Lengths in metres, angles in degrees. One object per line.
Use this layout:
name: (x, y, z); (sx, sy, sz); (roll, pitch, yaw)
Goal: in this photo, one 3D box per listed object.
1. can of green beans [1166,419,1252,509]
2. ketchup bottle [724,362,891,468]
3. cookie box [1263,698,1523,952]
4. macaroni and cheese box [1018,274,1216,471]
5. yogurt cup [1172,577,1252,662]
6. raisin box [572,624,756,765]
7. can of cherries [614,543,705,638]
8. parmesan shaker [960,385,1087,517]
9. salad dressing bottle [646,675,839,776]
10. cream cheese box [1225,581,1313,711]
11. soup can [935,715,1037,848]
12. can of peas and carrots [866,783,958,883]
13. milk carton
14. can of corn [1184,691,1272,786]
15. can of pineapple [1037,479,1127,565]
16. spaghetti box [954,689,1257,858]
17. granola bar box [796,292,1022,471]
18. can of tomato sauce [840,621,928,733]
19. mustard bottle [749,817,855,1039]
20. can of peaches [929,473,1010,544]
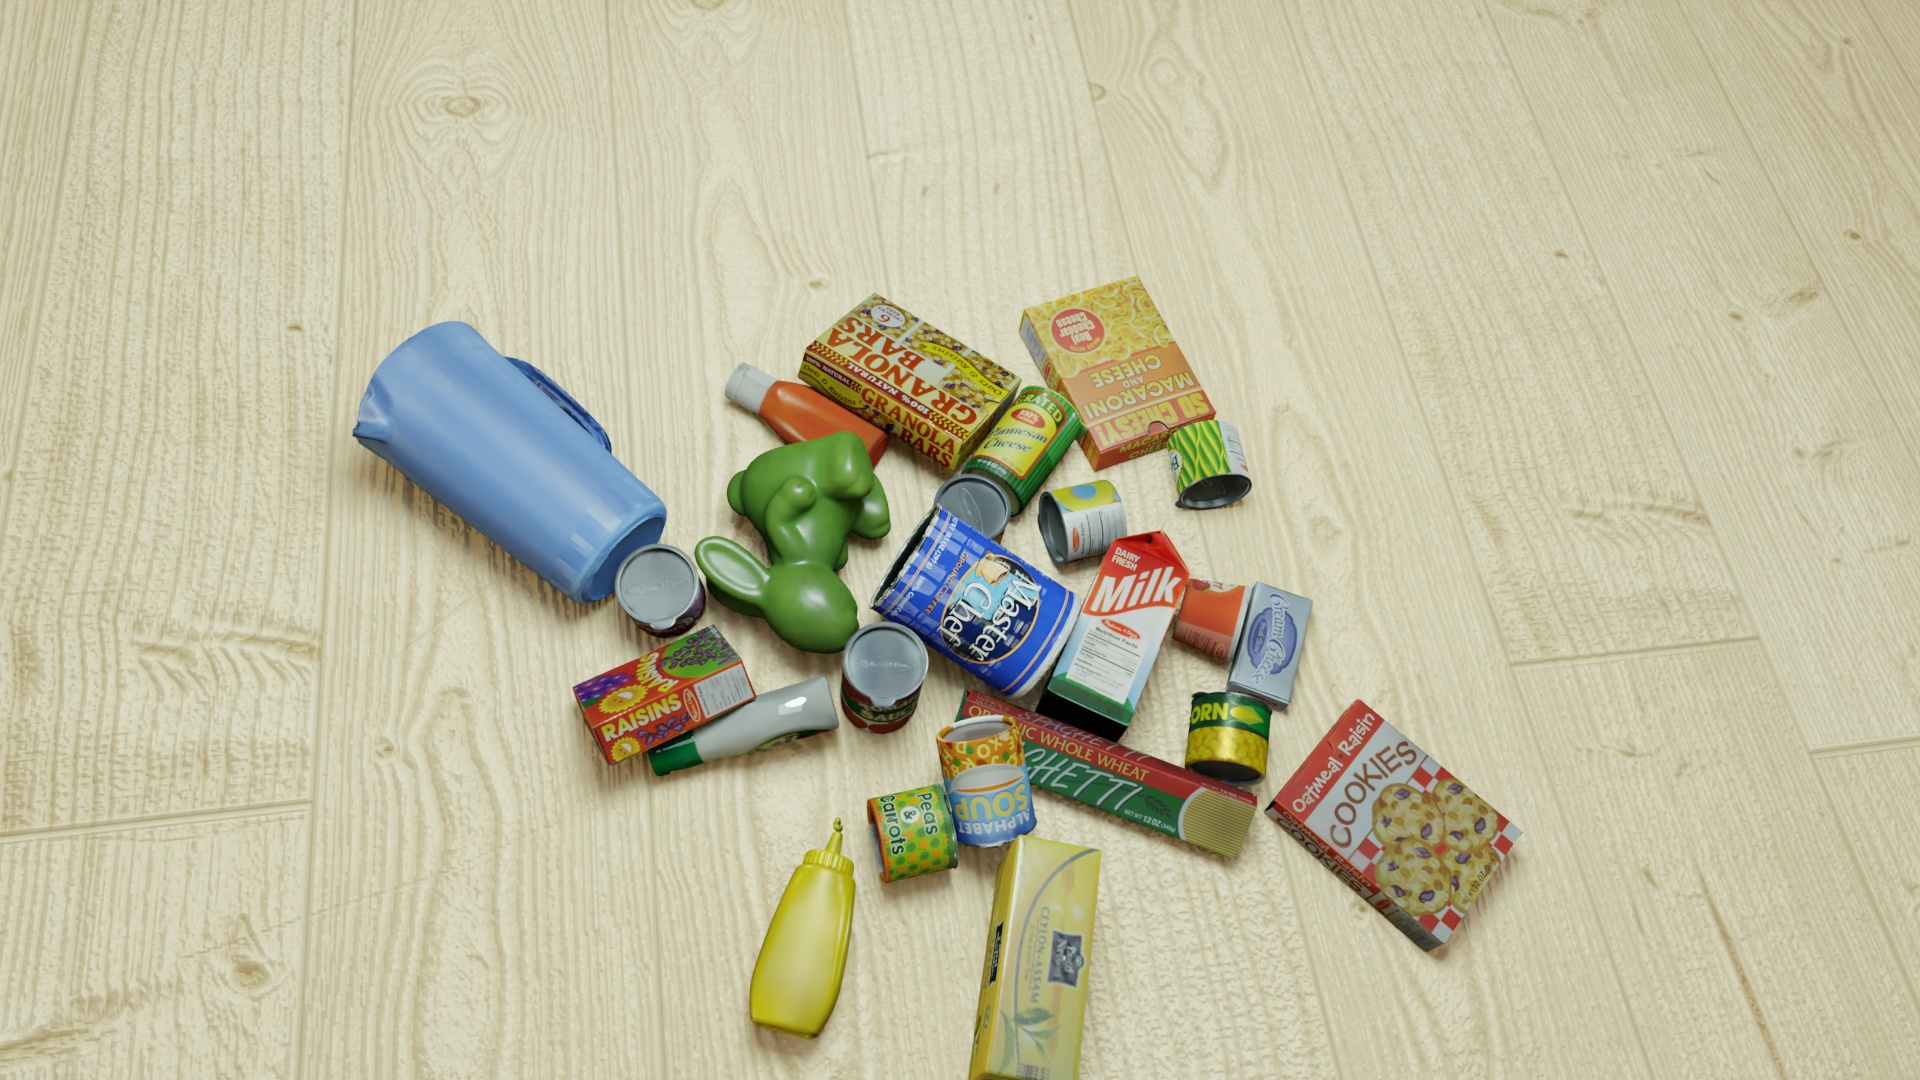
can of green beans: (0.223, -0.068, 1.251); (0.071, 0.071, 0.058); (-4, 64, -9)
ketchup bottle: (-0.138, -0.110, 1.238); (0.149, 0.043, 0.065); (29, 57, 8)
cookie box: (0.351, 0.229, 1.131); (0.167, 0.040, 0.123); (41, 65, 13)
macaroni and cheese box: (0.145, -0.159, 1.301); (0.124, 0.040, 0.167); (-19, 67, -15)
yogurt cup: (0.213, 0.065, 1.185); (0.054, 0.072, 0.073); (15, 62, 9)
raisin box: (-0.233, 0.119, 1.088); (0.124, 0.040, 0.086); (-24, 26, -18)
can of cherries: (-0.244, 0.044, 1.132); (0.071, 0.058, 0.071); (1, 73, -4)
parmesan shaker: (0.057, -0.078, 1.233); (0.071, 0.071, 0.103); (32, 64, 9)
salad dressing bottle: (-0.172, 0.148, 1.096); (0.148, 0.064, 0.044); (-16, 86, -6)
cream cheese box: (0.267, 0.090, 1.199); (0.053, 0.024, 0.104); (20, 63, 2)
soup can: (0.020, 0.186, 1.074); (0.071, 0.071, 0.083); (-13, 99, -13)
can of peas and carrots: (-0.037, 0.224, 1.066); (0.059, 0.070, 0.071); (-10, 65, -11)
milk carton: (0.134, 0.071, 1.166); (0.073, 0.072, 0.191); (24, 64, 5)
can of corn: (0.216, 0.162, 1.132); (0.071, 0.071, 0.058); (12, 63, -1)
can of pineapple: (0.106, -0.017, 1.210); (0.058, 0.070, 0.071); (-12, 66, -15)
spaghetti box: (0.112, 0.187, 1.116); (0.250, 0.029, 0.050); (20, 102, 3)
granola bar box: (-0.044, -0.146, 1.249); (0.166, 0.038, 0.125); (31, 43, 8)
can of tomato sauce: (-0.062, 0.113, 1.112); (0.071, 0.082, 0.071); (3, 63, -6)
mustard bottle: (-0.109, 0.285, 1.038); (0.065, 0.048, 0.161); (15, 62, 1)
can of peaches: (0.004, -0.015, 1.200); (0.071, 0.057, 0.071); (3, 64, -6)
